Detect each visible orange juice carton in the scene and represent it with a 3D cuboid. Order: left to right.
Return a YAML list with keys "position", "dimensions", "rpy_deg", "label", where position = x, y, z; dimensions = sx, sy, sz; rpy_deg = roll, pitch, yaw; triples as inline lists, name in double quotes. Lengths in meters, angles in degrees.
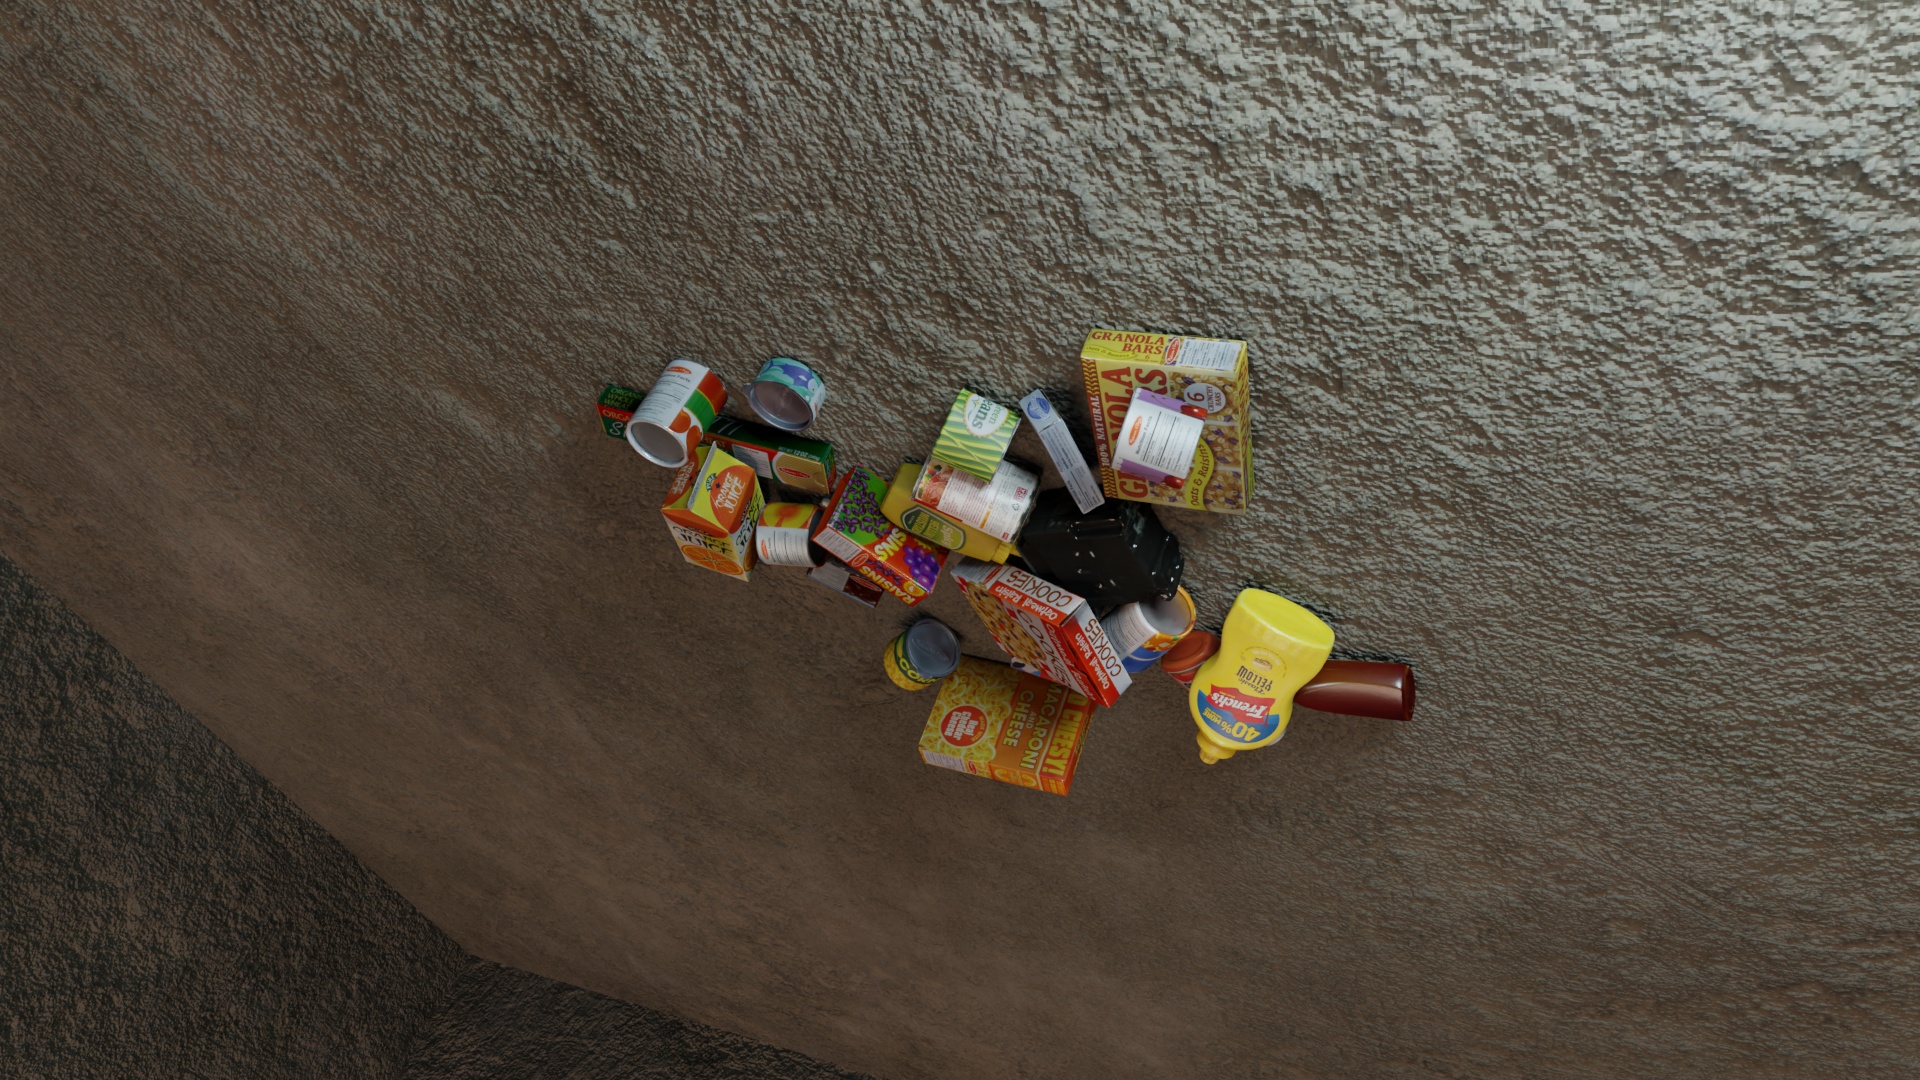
- position: [-0.244, -0.031, 1.389]
  dimensions: [0.073, 0.072, 0.192]
  rpy_deg: [18, 160, 6]
  label: "orange juice carton"

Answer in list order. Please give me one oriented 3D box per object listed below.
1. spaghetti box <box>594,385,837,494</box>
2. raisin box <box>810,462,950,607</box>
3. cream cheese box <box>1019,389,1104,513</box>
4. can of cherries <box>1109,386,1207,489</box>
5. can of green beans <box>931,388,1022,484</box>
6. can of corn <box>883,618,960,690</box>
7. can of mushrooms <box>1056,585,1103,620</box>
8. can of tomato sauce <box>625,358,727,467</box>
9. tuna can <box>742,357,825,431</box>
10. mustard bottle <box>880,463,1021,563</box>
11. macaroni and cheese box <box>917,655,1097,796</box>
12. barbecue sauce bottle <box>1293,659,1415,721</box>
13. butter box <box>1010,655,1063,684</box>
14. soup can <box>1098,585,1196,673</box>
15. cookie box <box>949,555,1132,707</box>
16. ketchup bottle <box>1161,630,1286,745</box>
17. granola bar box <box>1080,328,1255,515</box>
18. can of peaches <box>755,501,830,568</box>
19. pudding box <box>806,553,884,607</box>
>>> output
- position: [-0.242, -0.100, 1.373]
  dimensions: [0.250, 0.029, 0.050]
  rpy_deg: [16, 145, 13]
  label: "spaghetti box"
- position: [-0.072, -0.005, 1.345]
  dimensions: [0.123, 0.086, 0.040]
  rpy_deg: [35, 139, -15]
  label: "raisin box"
- position: [0.087, -0.076, 1.184]
  dimensions: [0.024, 0.053, 0.103]
  rpy_deg: [-31, 128, 3]
  label: "cream cheese box"
- position: [0.152, -0.078, 1.062]
  dimensions: [0.058, 0.072, 0.071]
  rpy_deg: [18, 145, 6]
  label: "can of cherries"
- position: [0.014, -0.090, 1.198]
  dimensions: [0.058, 0.071, 0.071]
  rpy_deg: [25, 146, 0]
  label: "can of green beans"
- position: [-0.044, 0.128, 1.520]
  dimensions: [0.071, 0.071, 0.058]
  rpy_deg: [34, 145, -14]
  label: "can of corn"
- position: [0.108, 0.053, 1.361]
  dimensions: [0.071, 0.033, 0.070]
  rpy_deg: [17, 146, 12]
  label: "can of mushrooms"
- position: [-0.268, -0.119, 1.315]
  dimensions: [0.071, 0.083, 0.070]
  rpy_deg: [16, 144, 12]
  label: "can of tomato sauce"
- position: [-0.162, -0.135, 1.274]
  dimensions: [0.071, 0.033, 0.070]
  rpy_deg: [16, 145, 12]
  label: "tuna can"
- position: [0.005, -0.017, 1.317]
  dimensions: [0.160, 0.049, 0.065]
  rpy_deg: [26, 147, -2]
  label: "mustard bottle"
- position: [0.054, 0.199, 1.509]
  dimensions: [0.166, 0.124, 0.040]
  rpy_deg: [10, 146, 20]
  label: "macaroni and cheese box"
- position: [0.351, 0.138, 1.319]
  dimensions: [0.148, 0.044, 0.064]
  rpy_deg: [3, 143, 29]
  label: "barbecue sauce bottle"
- position: [0.105, 0.127, 1.471]
  dimensions: [0.103, 0.024, 0.052]
  rpy_deg: [18, 144, 10]
  label: "butter box"
- position: [0.179, 0.080, 1.329]
  dimensions: [0.071, 0.072, 0.083]
  rpy_deg: [29, 145, -7]
  label: "soup can"
- position: [0.076, 0.083, 1.339]
  dimensions: [0.167, 0.040, 0.122]
  rpy_deg: [25, 155, 49]
  label: "cookie box"
- position: [0.268, 0.149, 1.384]
  dimensions: [0.148, 0.044, 0.064]
  rpy_deg: [42, 139, -24]
  label: "ketchup bottle"
- position: [0.170, -0.095, 1.121]
  dimensions: [0.124, 0.039, 0.164]
  rpy_deg: [8, 143, 21]
  label: "granola bar box"
- position: [-0.168, -0.007, 1.420]
  dimensions: [0.058, 0.071, 0.071]
  rpy_deg: [3, 140, 20]
  label: "can of peaches"
- position: [-0.118, 0.034, 1.476]
  dimensions: [0.084, 0.030, 0.049]
  rpy_deg: [25, 145, -2]
  label: "pudding box"
